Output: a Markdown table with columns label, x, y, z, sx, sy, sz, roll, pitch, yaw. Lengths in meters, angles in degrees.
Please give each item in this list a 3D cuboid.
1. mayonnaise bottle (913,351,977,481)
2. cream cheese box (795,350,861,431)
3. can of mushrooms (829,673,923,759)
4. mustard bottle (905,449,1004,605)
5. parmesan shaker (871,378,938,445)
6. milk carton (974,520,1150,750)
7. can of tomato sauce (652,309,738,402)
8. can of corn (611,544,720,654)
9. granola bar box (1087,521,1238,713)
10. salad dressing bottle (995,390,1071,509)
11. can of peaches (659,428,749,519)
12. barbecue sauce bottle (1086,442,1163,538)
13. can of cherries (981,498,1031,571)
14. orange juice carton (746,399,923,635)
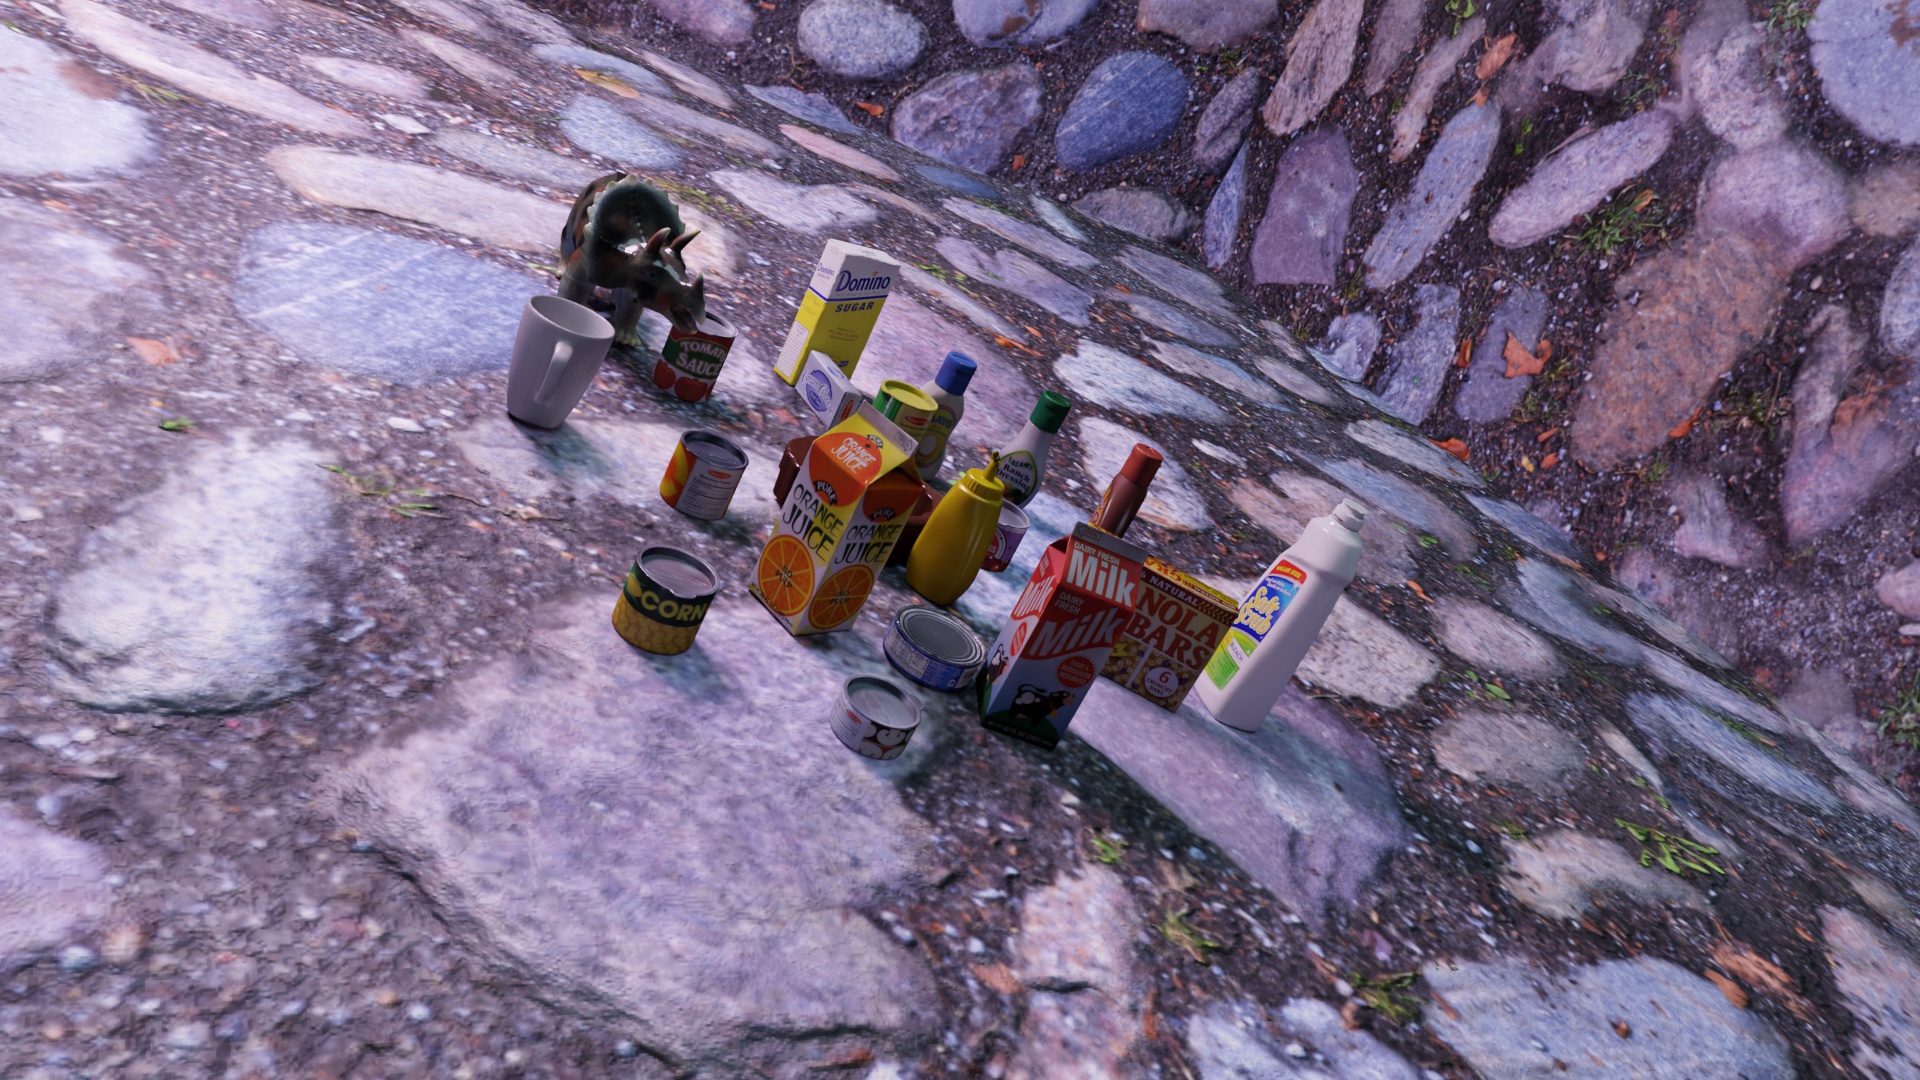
| label | x | y | z | sx | sy | sz | roll | pitch | yaw |
| --- | --- | --- | --- | --- | --- | --- | --- | --- | --- |
| mayonnaise bottle | -0.029 | -0.140 | 1.560 | 0.065 | 0.147 | 0.041 | 17 | 24 | -25 |
| cream cheese box | -0.154 | -0.173 | 1.611 | 0.024 | 0.053 | 0.104 | 9 | 29 | -38 |
| can of mushrooms | -0.064 | 0.136 | 1.074 | 0.071 | 0.033 | 0.071 | 24 | 23 | -10 |
| mustard bottle | 0.005 | -0.016 | 1.315 | 0.065 | 0.159 | 0.049 | 36 | 23 | 19 |
| parmesan shaker | -0.078 | -0.116 | 1.509 | 0.071 | 0.102 | 0.071 | 24 | 22 | -10 |
| milk carton | 0.085 | 0.074 | 1.171 | 0.072 | 0.189 | 0.074 | 22 | 23 | -14 |
| can of tomato sauce | -0.283 | -0.197 | 1.478 | 0.071 | 0.082 | 0.071 | 24 | 22 | -10 |
| can of corn | -0.224 | 0.046 | 1.053 | 0.071 | 0.058 | 0.071 | 24 | 22 | -10 |
| granola bar box | 0.168 | 0.076 | 1.350 | 0.165 | 0.123 | 0.039 | 28 | 22 | 0 |
| salad dressing bottle | 0.078 | -0.102 | 1.600 | 0.064 | 0.147 | 0.044 | 29 | 22 | 3 |
| can of peaches | -0.235 | -0.061 | 1.272 | 0.071 | 0.057 | 0.071 | 24 | 22 | -10 |
| barbecue sauce bottle | 0.181 | -0.040 | 1.581 | 0.044 | 0.148 | 0.065 | 26 | 22 | -5 |
| can of cherries | 0.031 | -0.008 | 1.461 | 0.071 | 0.058 | 0.072 | 24 | 22 | -10 |
| orange juice carton | -0.098 | -0.019 | 1.161 | 0.072 | 0.192 | 0.073 | 42 | 26 | 30 |
